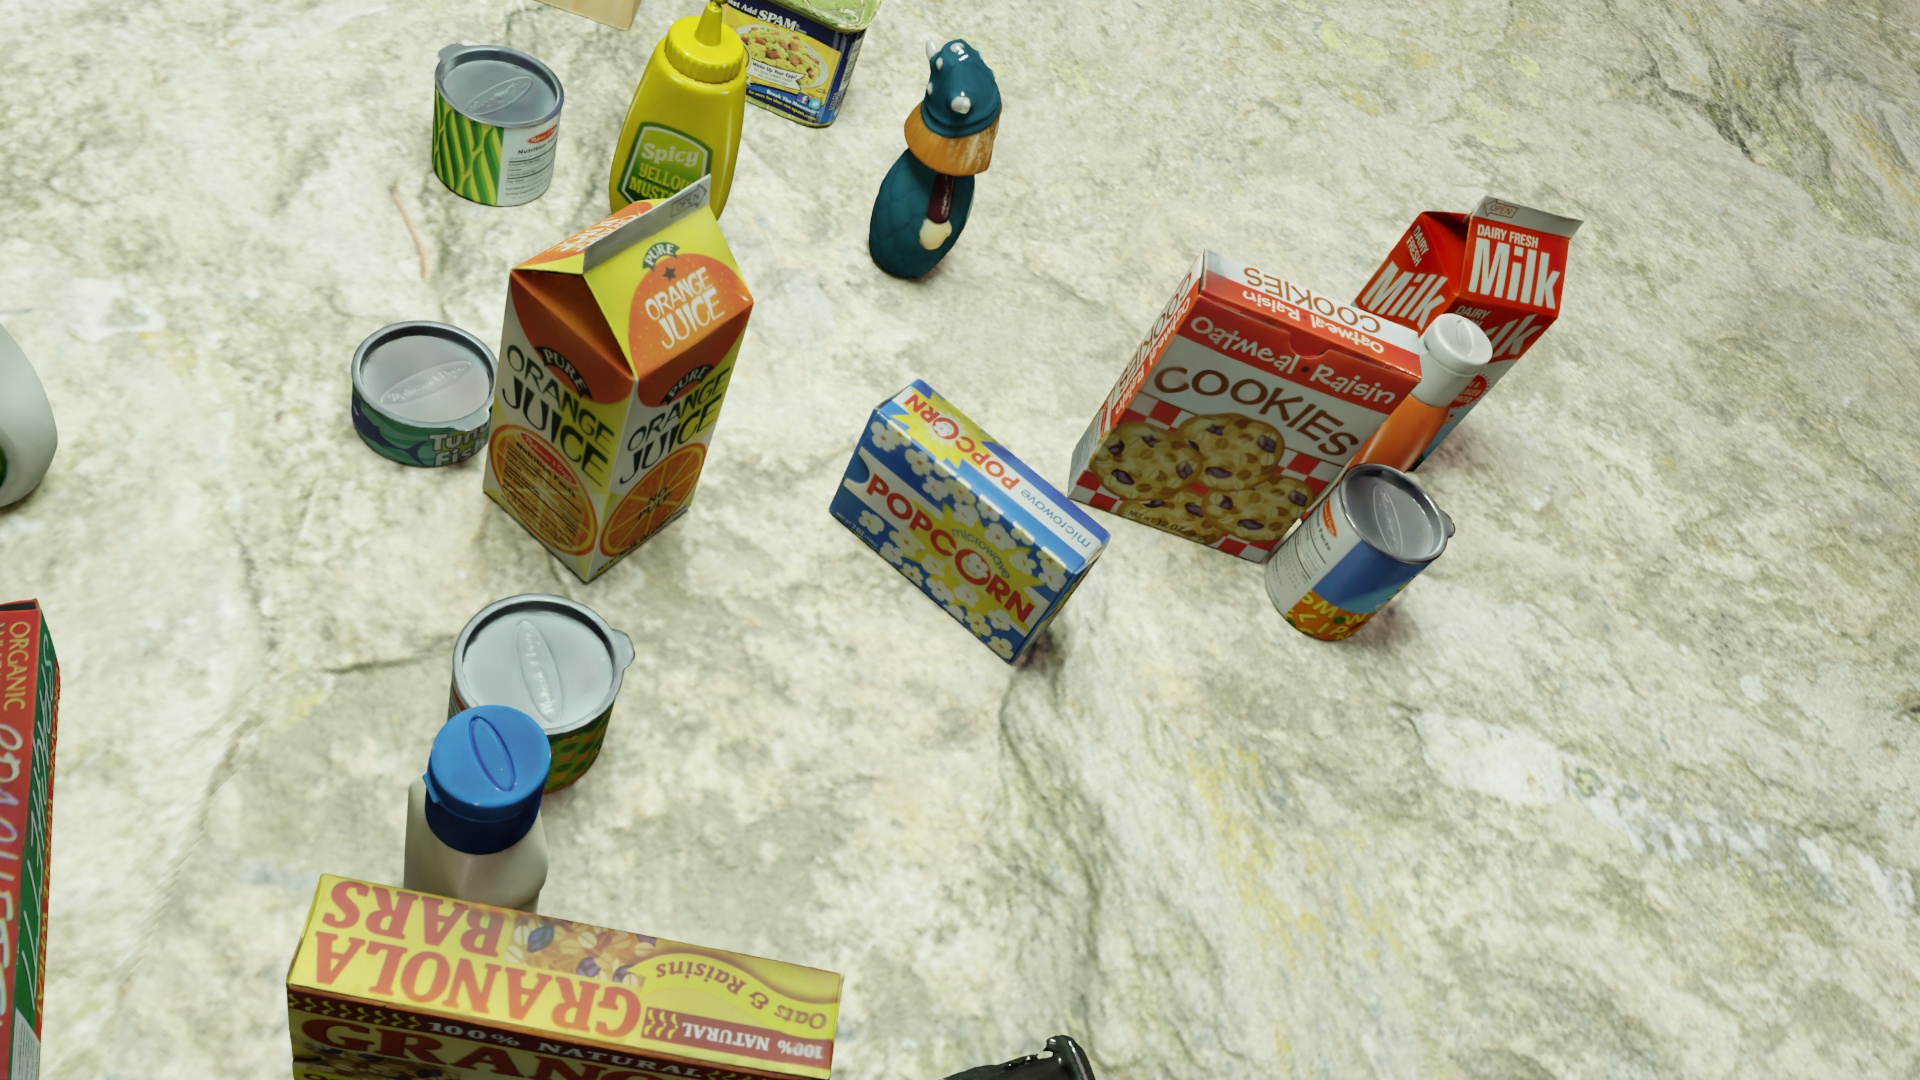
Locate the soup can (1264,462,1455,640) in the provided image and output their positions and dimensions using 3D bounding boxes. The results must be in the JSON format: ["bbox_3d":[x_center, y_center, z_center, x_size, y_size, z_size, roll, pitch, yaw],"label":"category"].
[{"bbox_3d":[0.221,0.008,0.775,0.071,0.083,0.072,12,52,-15],"label":"soup can"}]

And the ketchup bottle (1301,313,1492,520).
[{"bbox_3d":[0.247,-0.067,0.800,0.043,0.148,0.065,17,50,-11],"label":"ketchup bottle"}]

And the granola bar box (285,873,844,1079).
[{"bbox_3d":[-0.136,0.169,0.471,0.166,0.123,0.039,15,51,-13],"label":"granola bar box"}]

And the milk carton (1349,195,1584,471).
[{"bbox_3d":[0.287,-0.129,0.837,0.072,0.189,0.074,7,53,-19],"label":"milk carton"}]

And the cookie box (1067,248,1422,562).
[{"bbox_3d":[0.146,-0.065,0.742,0.123,0.166,0.040,19,50,-10],"label":"cookie box"}]

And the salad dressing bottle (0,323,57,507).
[{"bbox_3d":[-0.386,-0.070,0.527,0.064,0.146,0.044,23,50,-7],"label":"salad dressing bottle"}]

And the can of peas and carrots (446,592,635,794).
[{"bbox_3d":[-0.175,0.064,0.577,0.071,0.058,0.071,12,51,-15],"label":"can of peas and carrots"}]

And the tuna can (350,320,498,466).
[{"bbox_3d":[-0.252,-0.068,0.659,0.071,0.032,0.071,12,51,-15],"label":"tuna can"}]

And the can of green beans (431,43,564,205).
[{"bbox_3d":[-0.255,-0.227,0.762,0.071,0.057,0.071,12,51,-15],"label":"can of green beans"}]

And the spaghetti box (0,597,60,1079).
[{"bbox_3d":[-0.324,0.137,0.462,0.029,0.050,0.251,-3,57,-25],"label":"spaghetti box"}]

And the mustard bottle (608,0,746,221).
[{"bbox_3d":[-0.146,-0.227,0.741,0.065,0.159,0.049,18,50,-10],"label":"mustard bottle"}]

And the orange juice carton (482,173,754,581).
[{"bbox_3d":[-0.150,-0.073,0.603,0.073,0.191,0.072,40,50,8],"label":"orange juice carton"}]

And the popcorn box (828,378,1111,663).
[{"bbox_3d":[0.002,-0.009,0.691,0.127,0.084,0.038,40,50,8],"label":"popcorn box"}]

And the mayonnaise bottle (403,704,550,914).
[{"bbox_3d":[-0.169,0.108,0.487,0.041,0.147,0.065,-18,64,-33],"label":"mayonnaise bottle"}]
